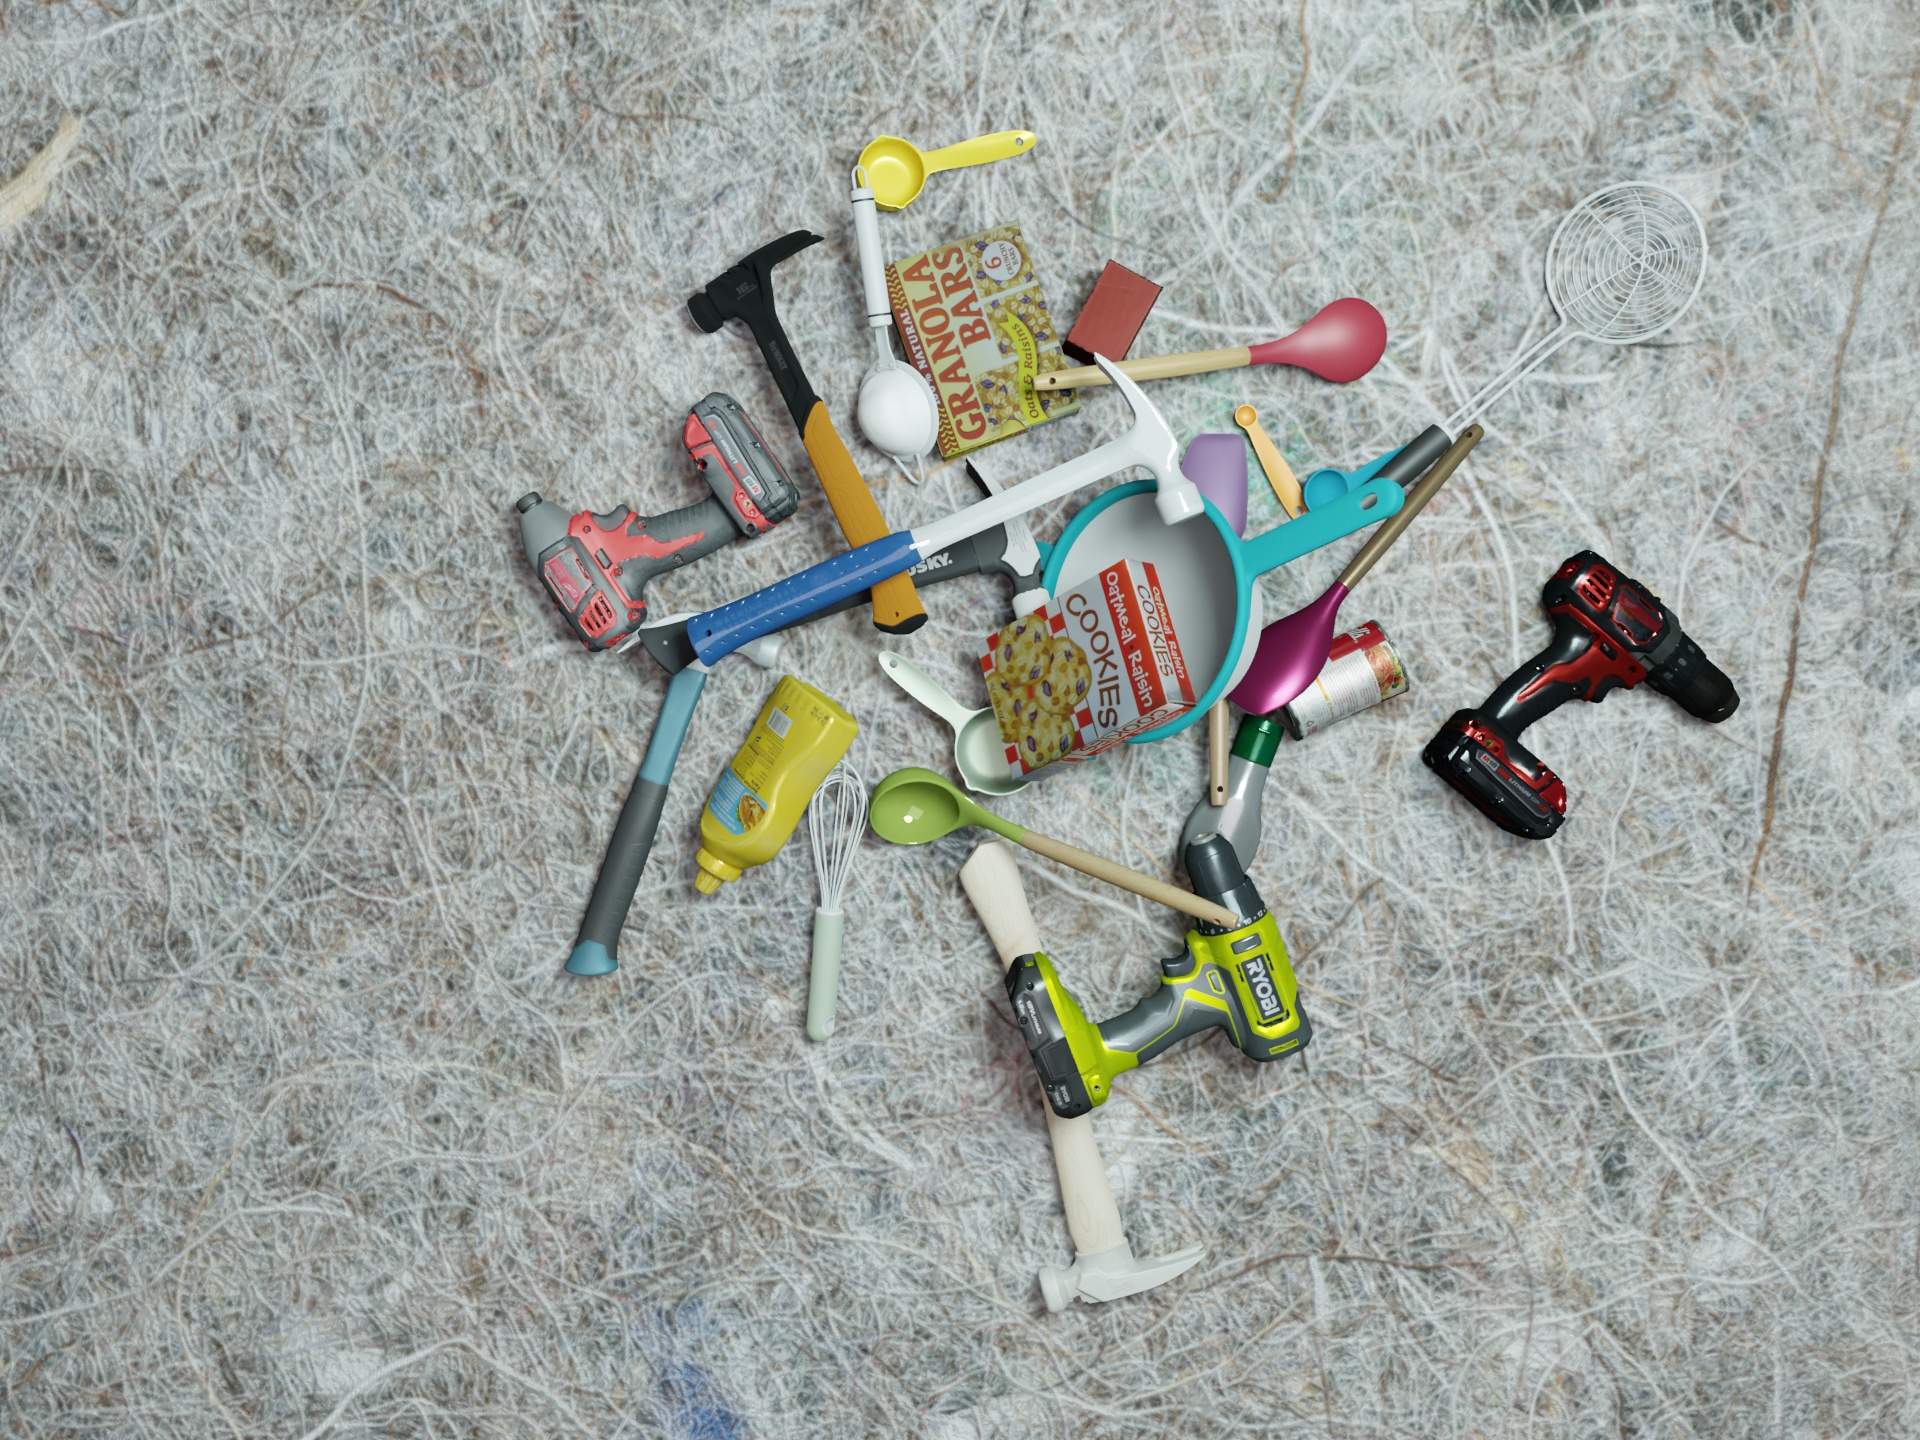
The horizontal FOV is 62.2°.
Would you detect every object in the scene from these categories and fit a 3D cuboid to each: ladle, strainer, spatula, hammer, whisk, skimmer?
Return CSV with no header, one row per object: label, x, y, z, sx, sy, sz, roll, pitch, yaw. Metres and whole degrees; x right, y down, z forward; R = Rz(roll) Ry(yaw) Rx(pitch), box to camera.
ladle,0.210,-0.297,1.302,0.315,0.031,0.069,-10,105,-11
strainer,-0.067,-0.318,1.297,0.087,0.050,0.258,3,106,40
spatula,0.214,-0.086,1.338,0.060,0.018,0.316,0,85,2
hammer,-0.026,-0.146,1.234,0.405,0.035,0.144,-23,87,7
whisk,-0.112,0.154,1.357,0.059,0.057,0.246,10,98,33
skimmer,0.443,-0.287,1.299,0.363,0.090,0.127,-41,72,0
hammer,0.091,0.297,1.369,0.146,0.038,0.410,-16,94,-1
ladle,0.070,0.113,1.288,0.320,0.062,0.078,21,137,22
hammer,-0.102,-0.110,1.315,0.335,0.035,0.146,-17,79,-2
hammer,-0.104,-0.226,1.287,0.127,0.034,0.337,-28,83,22
strainer,0.213,-0.105,1.252,0.340,0.095,0.211,-25,70,39
hammer,-0.264,0.064,1.352,0.128,0.033,0.331,20,93,-3

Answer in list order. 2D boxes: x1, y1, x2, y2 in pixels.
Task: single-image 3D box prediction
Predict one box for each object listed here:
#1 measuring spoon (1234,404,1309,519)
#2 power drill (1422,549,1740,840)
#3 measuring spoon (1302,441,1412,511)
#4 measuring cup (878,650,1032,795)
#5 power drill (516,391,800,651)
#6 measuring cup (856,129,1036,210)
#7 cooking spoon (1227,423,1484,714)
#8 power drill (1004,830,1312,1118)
measuring spoon,0.265,-0.216,1.351,0.021,0.011,0.117,-32,97,-7
power drill,0.524,-0.005,1.335,0.188,0.080,0.226,40,90,-3
measuring spoon,0.345,-0.211,1.350,0.128,0.021,0.042,-25,107,-8
measuring cup,-0.002,-0.004,1.349,0.167,0.038,0.083,39,93,-1
power drill,-0.256,-0.171,1.318,0.219,0.078,0.143,-34,93,5
measuring cup,-0.012,-0.465,1.328,0.156,0.029,0.062,-17,94,-11
cooking spoon,0.334,-0.130,1.325,0.069,0.017,0.319,37,81,31
power drill,0.156,0.212,1.307,0.228,0.080,0.190,-21,95,-1
